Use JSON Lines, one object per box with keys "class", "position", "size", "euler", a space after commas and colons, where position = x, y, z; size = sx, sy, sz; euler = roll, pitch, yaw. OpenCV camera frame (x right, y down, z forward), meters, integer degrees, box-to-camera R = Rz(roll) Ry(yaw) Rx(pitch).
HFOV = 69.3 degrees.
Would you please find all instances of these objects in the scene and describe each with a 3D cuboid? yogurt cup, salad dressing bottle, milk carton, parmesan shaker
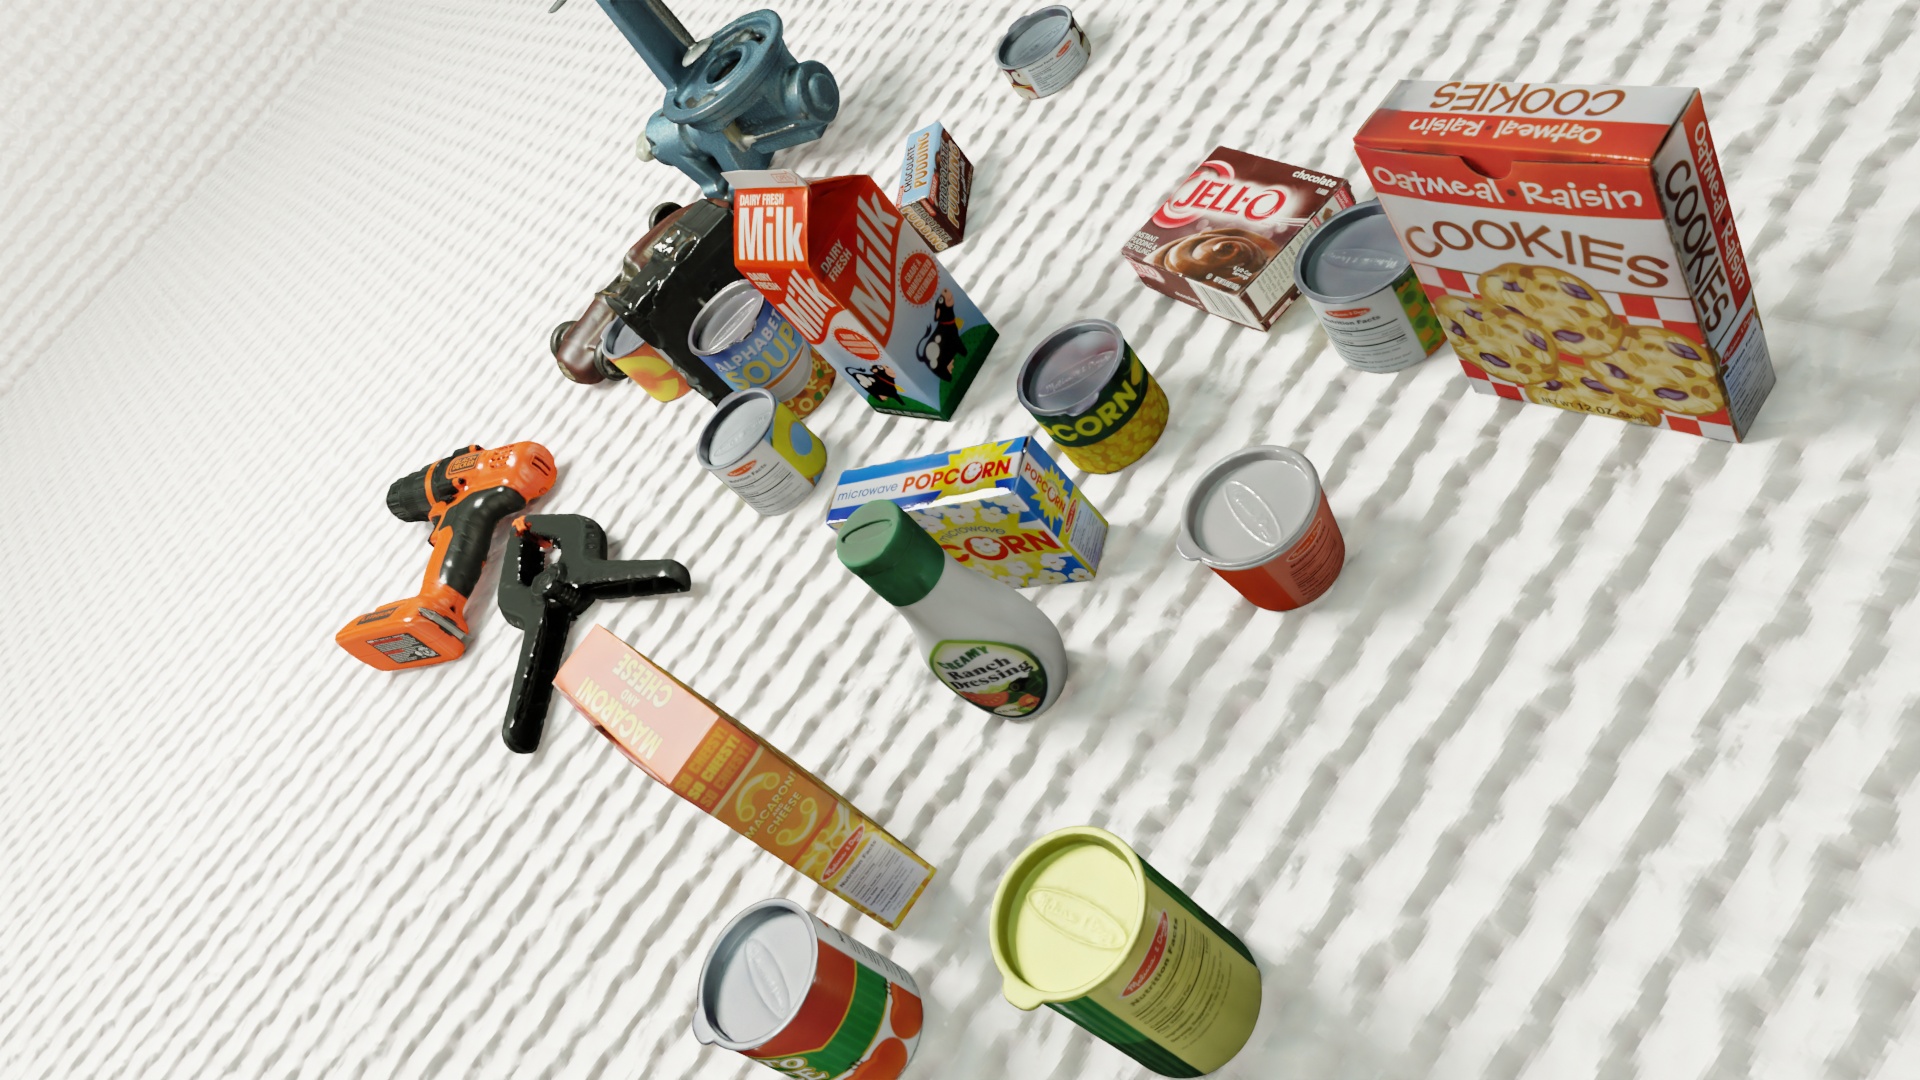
{"class": "yogurt cup", "position": [0.144, -0.003, 0.649], "size": [0.072, 0.054, 0.073], "euler": [-22, 46, 24]}
{"class": "salad dressing bottle", "position": [-0.003, 0.035, 0.667], "size": [0.064, 0.147, 0.044], "euler": [-18, 47, 28]}
{"class": "milk carton", "position": [-0.065, -0.158, 0.846], "size": [0.072, 0.190, 0.073], "euler": [11, 65, 44]}
{"class": "parmesan shaker", "position": [0.064, 0.164, 0.538], "size": [0.071, 0.103, 0.072], "euler": [-22, 46, 25]}

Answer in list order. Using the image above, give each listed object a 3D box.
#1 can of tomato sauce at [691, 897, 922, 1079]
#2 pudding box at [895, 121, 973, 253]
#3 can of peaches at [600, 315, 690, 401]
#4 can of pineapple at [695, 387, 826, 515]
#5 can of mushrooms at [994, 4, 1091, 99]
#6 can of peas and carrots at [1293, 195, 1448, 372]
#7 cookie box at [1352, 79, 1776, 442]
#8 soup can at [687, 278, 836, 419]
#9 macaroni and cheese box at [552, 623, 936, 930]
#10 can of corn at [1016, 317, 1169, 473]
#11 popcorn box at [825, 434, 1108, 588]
{"class": "can of tomato sauce", "position": [-0.067, 0.209, 0.624], "size": [0.071, 0.083, 0.071], "euler": [-22, 46, 25]}
{"class": "pudding box", "position": [-0.019, -0.253, 0.994], "size": [0.030, 0.049, 0.084], "euler": [-16, 48, 29]}
{"class": "can of peaches", "position": [-0.236, -0.150, 1.080], "size": [0.071, 0.058, 0.071], "euler": [-22, 46, 24]}
{"class": "can of pineapple", "position": [-0.131, -0.060, 0.919], "size": [0.071, 0.057, 0.071], "euler": [-22, 46, 24]}
{"class": "can of mushrooms", "position": [0.061, -0.364, 1.034], "size": [0.071, 0.033, 0.071], "euler": [-22, 46, 24]}
{"class": "can of peas and carrots", "position": [0.210, -0.129, 0.696], "size": [0.071, 0.058, 0.071], "euler": [-22, 46, 24]}
{"class": "cookie box", "position": [0.248, -0.113, 0.568], "size": [0.123, 0.167, 0.040], "euler": [22, 73, 47]}
{"class": "soup can", "position": [-0.135, -0.127, 0.959], "size": [0.071, 0.083, 0.072], "euler": [-22, 46, 25]}
{"class": "macaroni and cheese box", "position": [-0.103, 0.115, 0.668], "size": [0.124, 0.166, 0.040], "euler": [24, 75, 48]}
{"class": "can of corn", "position": [0.074, -0.077, 0.765], "size": [0.071, 0.058, 0.071], "euler": [-22, 46, 24]}
{"class": "popcorn box", "position": [0.003, -0.009, 0.747], "size": [0.126, 0.085, 0.038], "euler": [-8, 53, 35]}
